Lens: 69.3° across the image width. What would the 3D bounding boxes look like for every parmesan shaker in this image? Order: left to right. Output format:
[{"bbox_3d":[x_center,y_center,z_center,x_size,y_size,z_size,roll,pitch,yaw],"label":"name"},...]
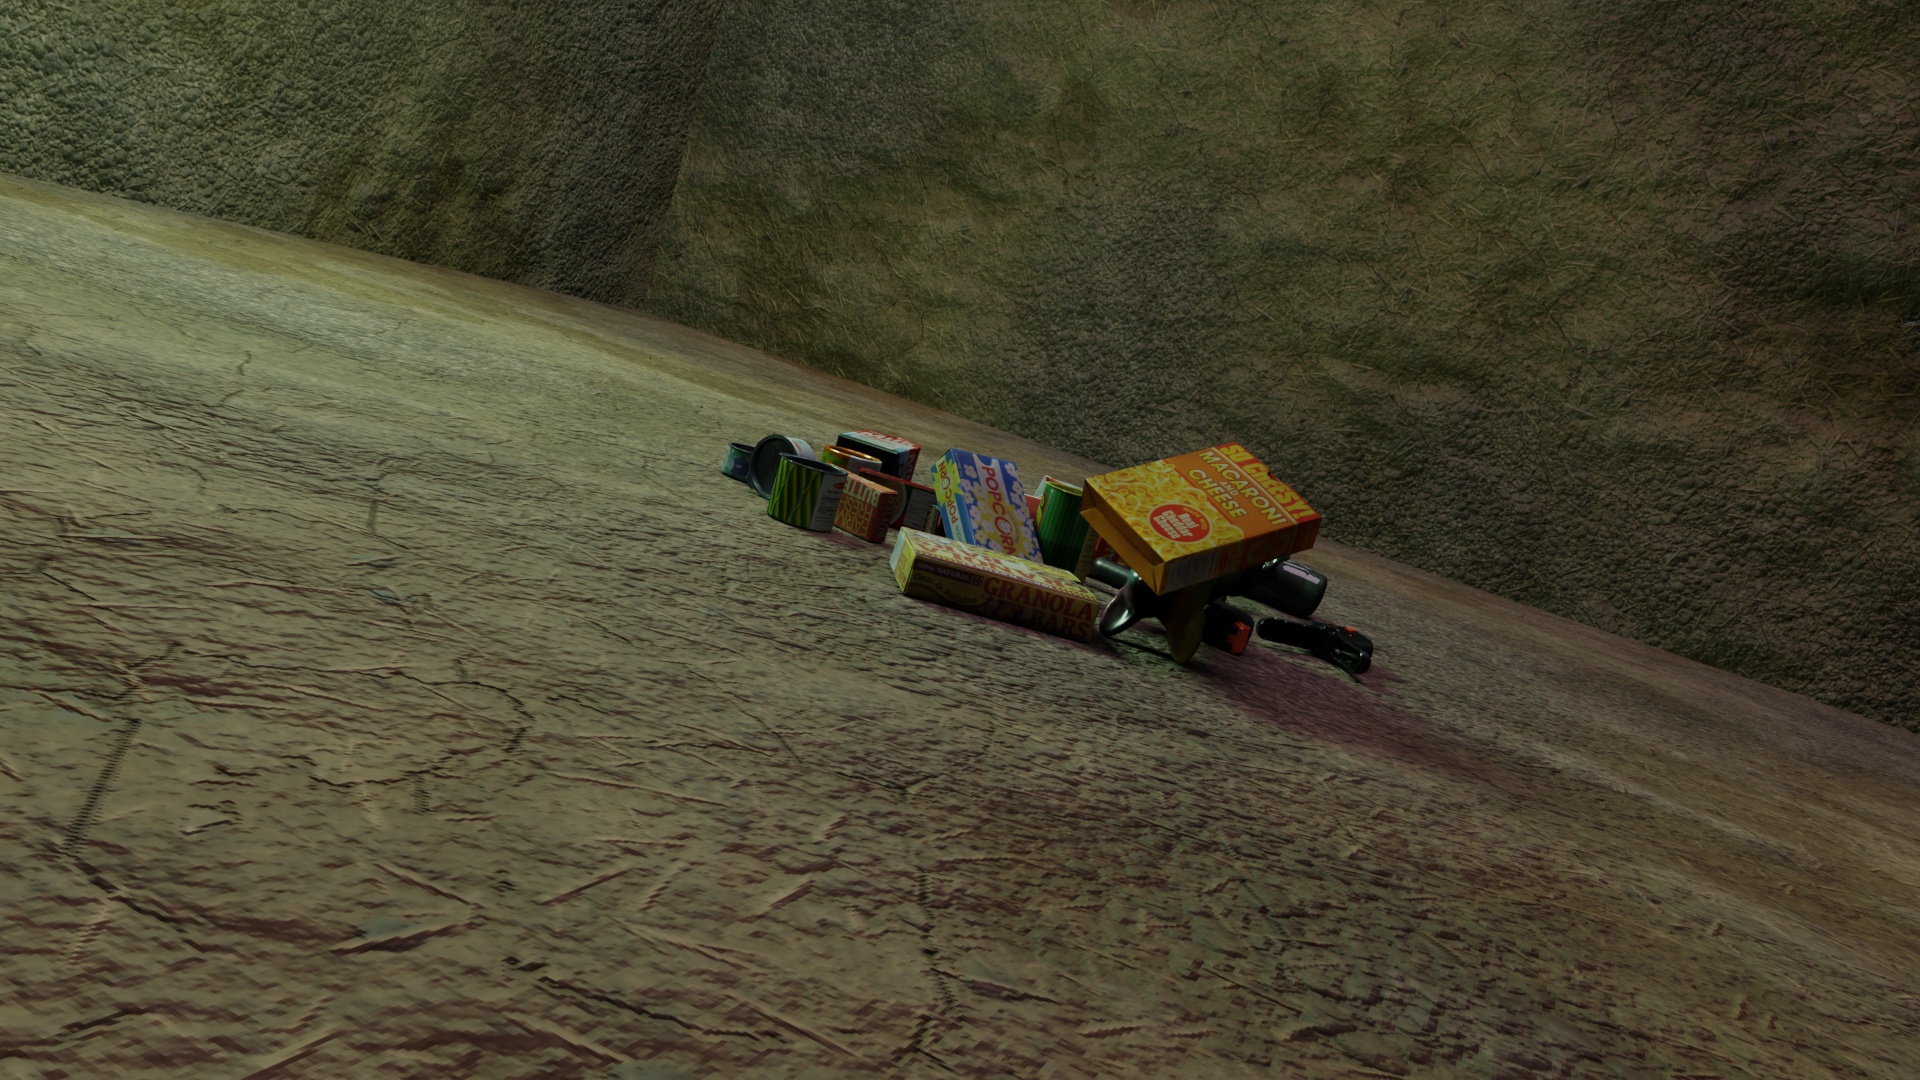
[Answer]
[{"bbox_3d":[0.100,0.001,1.363,0.071,0.103,0.071,17,7,-2],"label":"parmesan shaker"}]

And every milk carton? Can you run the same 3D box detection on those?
[{"bbox_3d":[-0.099,-0.085,1.641,0.073,0.072,0.191,18,9,6],"label":"milk carton"}]

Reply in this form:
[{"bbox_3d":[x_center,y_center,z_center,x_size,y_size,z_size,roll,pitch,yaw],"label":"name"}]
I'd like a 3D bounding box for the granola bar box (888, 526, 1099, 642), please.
[{"bbox_3d":[0.027,0.036,1.208,0.166,0.039,0.124,15,9,-11],"label":"granola bar box"}]

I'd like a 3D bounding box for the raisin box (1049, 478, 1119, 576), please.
[{"bbox_3d":[0.138,-0.014,1.595,0.040,0.086,0.123,14,8,-34],"label":"raisin box"}]

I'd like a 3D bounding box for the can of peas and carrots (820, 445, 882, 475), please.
[{"bbox_3d":[-0.126,-0.068,1.516,0.071,0.058,0.071,17,8,-2],"label":"can of peas and carrots"}]

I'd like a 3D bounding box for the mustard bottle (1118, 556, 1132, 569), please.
[{"bbox_3d":[0.227,0.017,1.665,0.049,0.065,0.160,32,9,28],"label":"mustard bottle"}]

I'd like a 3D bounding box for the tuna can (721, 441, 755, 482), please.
[{"bbox_3d":[-0.220,-0.081,1.498,0.071,0.032,0.071,17,8,-2],"label":"tuna can"}]

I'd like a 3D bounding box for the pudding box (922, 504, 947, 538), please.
[{"bbox_3d":[0.002,-0.002,1.372,0.084,0.049,0.030,12,8,-38],"label":"pudding box"}]

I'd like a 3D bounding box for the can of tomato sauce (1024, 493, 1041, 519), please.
[{"bbox_3d":[0.047,-0.024,1.559,0.083,0.071,0.071,16,8,-7],"label":"can of tomato sauce"}]

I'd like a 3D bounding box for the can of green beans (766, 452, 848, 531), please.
[{"bbox_3d":[-0.147,-0.046,1.327,0.071,0.057,0.071,17,8,-2],"label":"can of green beans"}]

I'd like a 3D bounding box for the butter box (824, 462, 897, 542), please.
[{"bbox_3d":[-0.110,-0.038,1.372,0.103,0.053,0.024,23,12,38],"label":"butter box"}]

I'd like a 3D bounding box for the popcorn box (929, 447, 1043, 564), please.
[{"bbox_3d":[0.026,-0.021,1.333,0.085,0.038,0.127,10,53,-37],"label":"popcorn box"}]

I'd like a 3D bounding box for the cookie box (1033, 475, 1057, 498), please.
[{"bbox_3d":[0.187,-0.018,1.749,0.167,0.040,0.123,30,-2,-42],"label":"cookie box"}]

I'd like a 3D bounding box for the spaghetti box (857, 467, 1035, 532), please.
[{"bbox_3d":[0.005,-0.019,1.485,0.250,0.050,0.029,16,9,-7],"label":"spaghetti box"}]

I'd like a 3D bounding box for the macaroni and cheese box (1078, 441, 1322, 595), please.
[{"bbox_3d":[0.206,-0.023,1.194,0.167,0.040,0.124,-15,43,-25],"label":"macaroni and cheese box"}]

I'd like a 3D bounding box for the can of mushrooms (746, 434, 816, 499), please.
[{"bbox_3d":[-0.183,-0.073,1.417,0.071,0.071,0.033,22,9,32],"label":"can of mushrooms"}]
